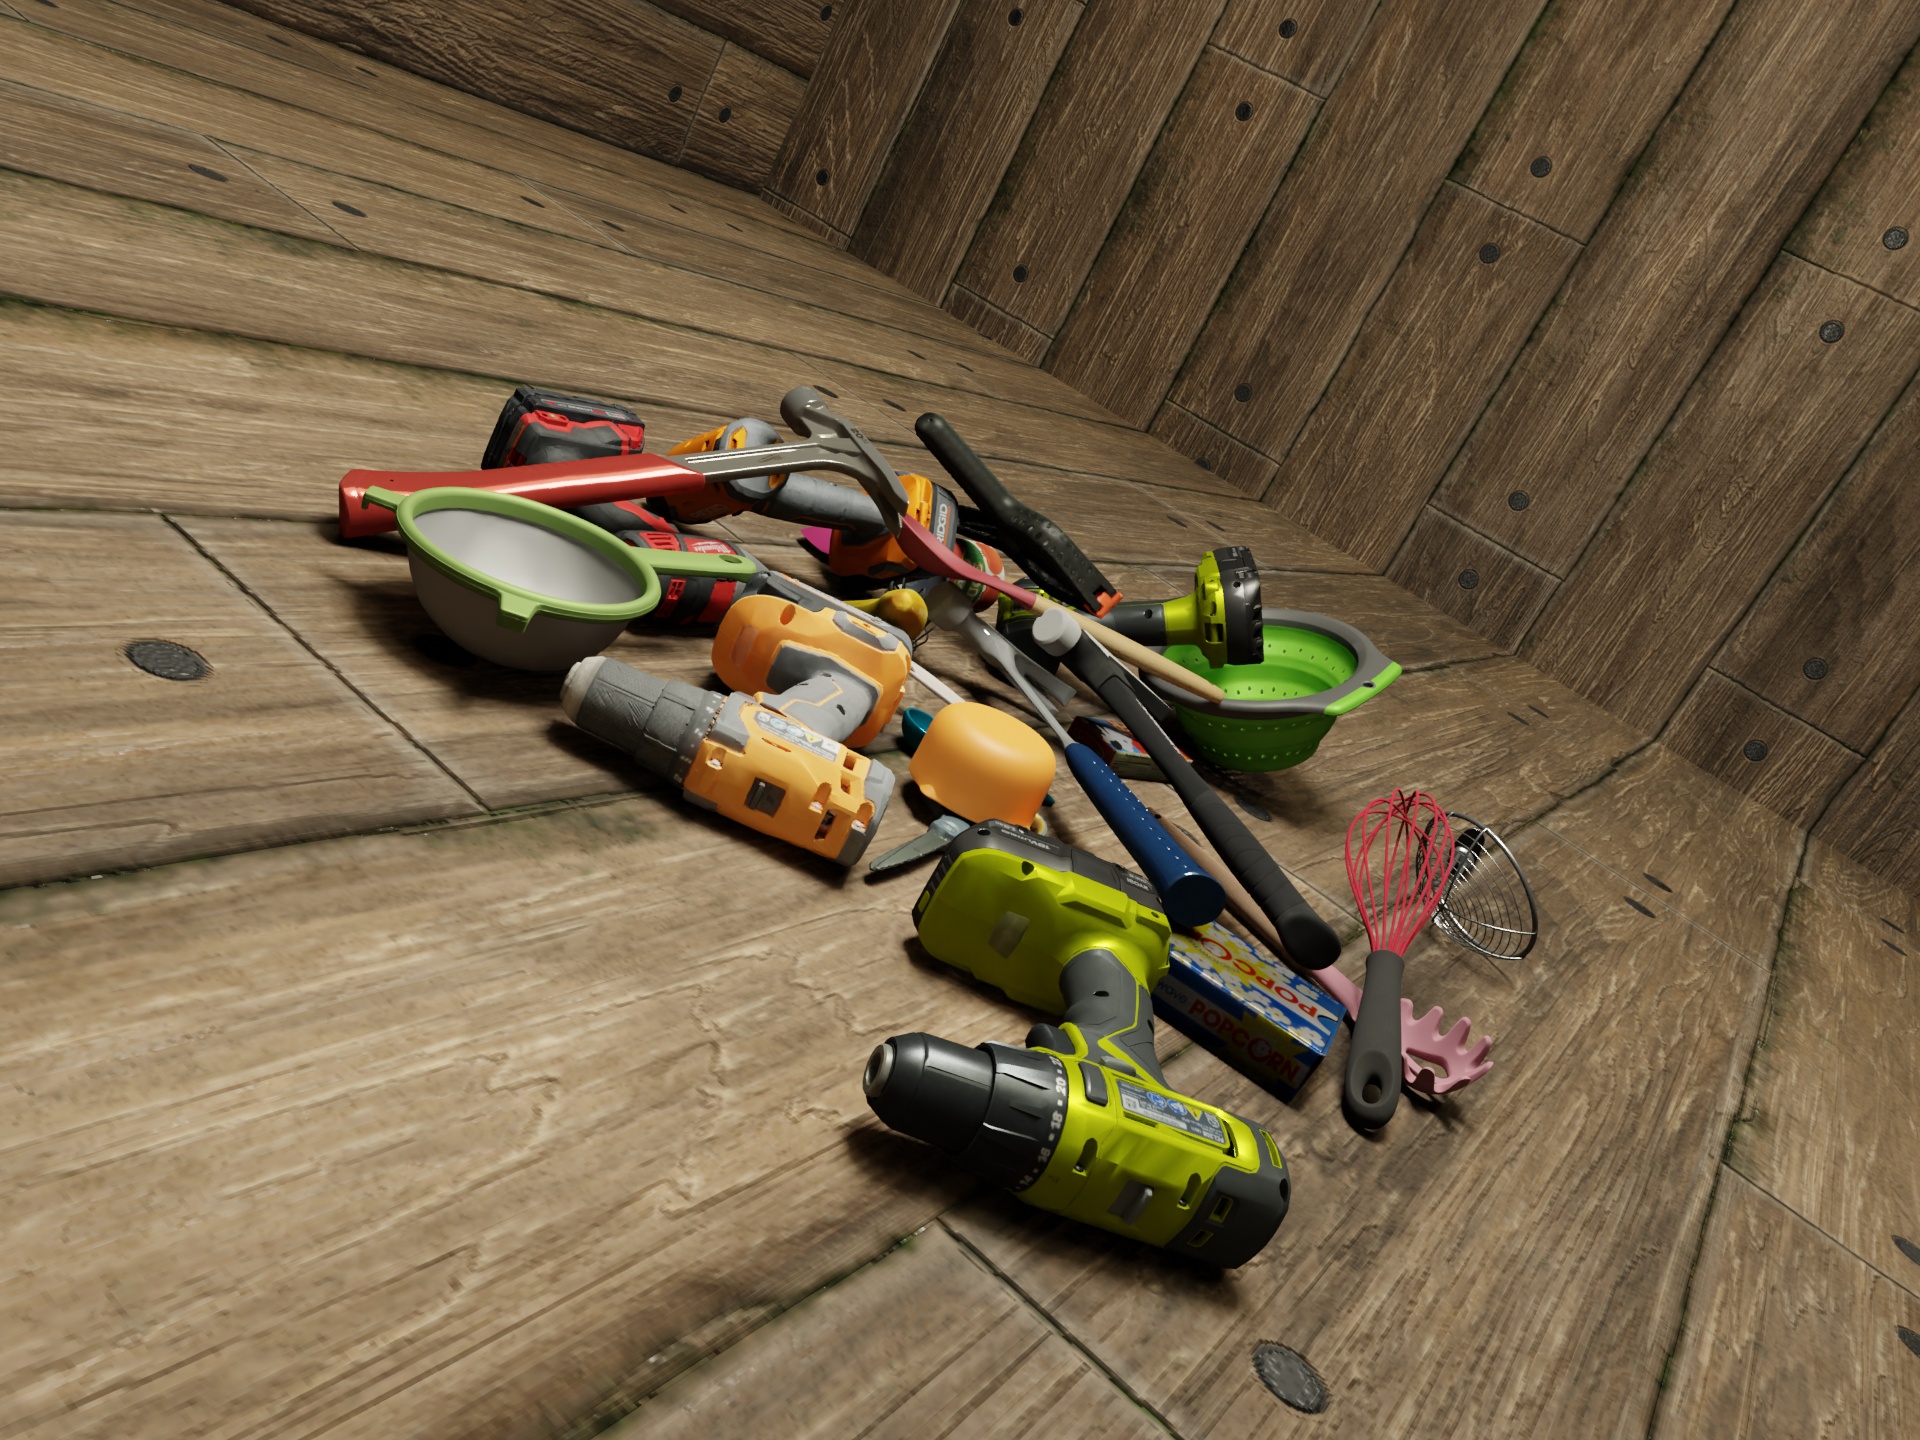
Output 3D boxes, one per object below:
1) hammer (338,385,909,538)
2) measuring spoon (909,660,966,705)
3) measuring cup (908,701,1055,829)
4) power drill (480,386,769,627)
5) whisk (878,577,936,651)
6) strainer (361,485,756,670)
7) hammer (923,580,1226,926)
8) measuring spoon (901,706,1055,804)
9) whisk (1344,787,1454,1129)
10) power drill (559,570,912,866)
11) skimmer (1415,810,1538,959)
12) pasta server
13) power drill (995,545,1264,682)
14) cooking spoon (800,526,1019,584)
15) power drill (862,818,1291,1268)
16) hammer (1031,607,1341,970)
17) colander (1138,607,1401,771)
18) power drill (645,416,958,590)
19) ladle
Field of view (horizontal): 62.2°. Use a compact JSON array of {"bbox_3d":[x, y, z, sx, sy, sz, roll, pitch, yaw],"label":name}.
[{"bbox_3d":[-0.214,-0.152,1.030,0.359,0.036,0.149,-13,49,-32],"label":"hammer"},{"bbox_3d":[-0.002,-0.004,1.132,0.124,0.018,0.034,39,21,-5],"label":"measuring spoon"},{"bbox_3d":[0.045,0.047,0.985,0.174,0.052,0.095,37,20,34],"label":"measuring cup"},{"bbox_3d":[-0.229,-0.142,1.124,0.220,0.078,0.143,43,25,30],"label":"power drill"},{"bbox_3d":[-0.052,-0.051,1.188,0.059,0.057,0.246,-6,22,6],"label":"whisk"},{"bbox_3d":[-0.222,-0.074,0.950,0.152,0.069,0.256,36,22,29],"label":"strainer"},{"bbox_3d":[0.082,0.022,1.089,0.144,0.035,0.406,39,8,-29],"label":"hammer"},{"bbox_3d":[0.010,0.032,1.099,0.128,0.021,0.042,31,16,-20],"label":"measuring spoon"},{"bbox_3d":[0.270,0.139,1.001,0.073,0.073,0.296,28,40,-2],"label":"whisk"},{"bbox_3d":[-0.122,-0.014,0.936,0.185,0.084,0.226,25,23,-6],"label":"power drill"},{"bbox_3d":[0.455,0.120,1.371,0.127,0.090,0.363,65,23,5],"label":"skimmer"},{"bbox_3d":[0.222,0.144,1.062,0.060,0.040,0.317,-17,40,-29],"label":"pasta server"},{"bbox_3d":[0.142,-0.094,1.372,0.223,0.080,0.171,-5,22,6],"label":"power drill"},{"bbox_3d":[-0.023,-0.141,1.493,0.318,0.017,0.069,7,29,-46],"label":"cooking spoon"},{"bbox_3d":[0.041,0.143,0.753,0.190,0.080,0.229,23,22,-16],"label":"power drill"},{"bbox_3d":[0.164,0.050,1.114,0.146,0.035,0.335,38,13,-43],"label":"hammer"},{"bbox_3d":[0.200,-0.040,1.443,0.397,0.094,0.204,21,36,40],"label":"colander"},{"bbox_3d":[-0.134,-0.169,1.269,0.226,0.084,0.164,14,-13,-37],"label":"power drill"},{"bbox_3d":[0.077,-0.082,1.236,0.315,0.031,0.069,25,18,-20],"label":"ladle"}]
